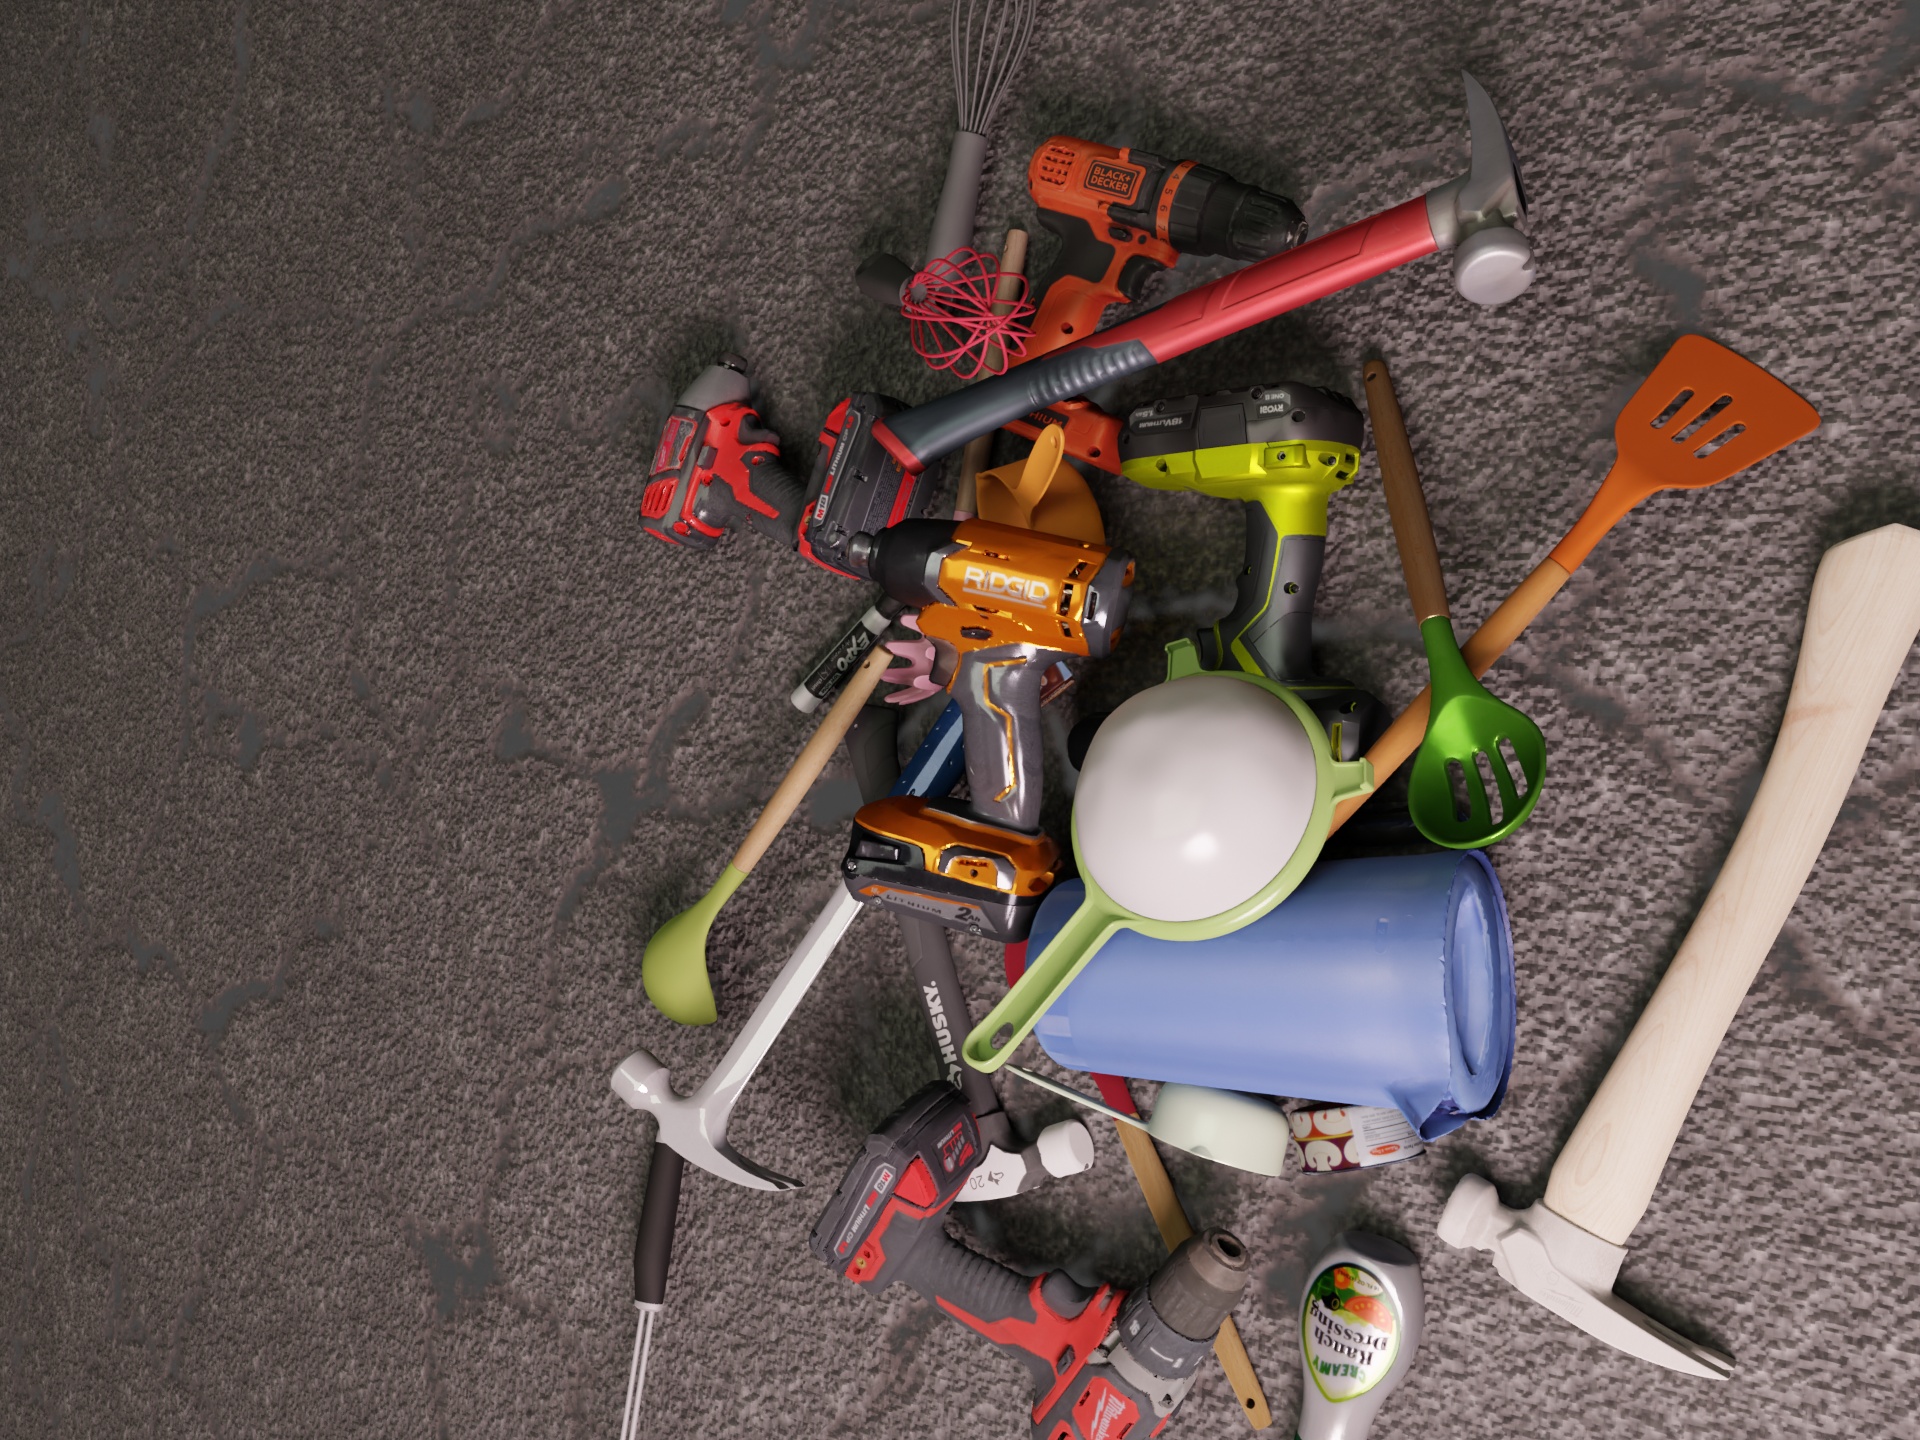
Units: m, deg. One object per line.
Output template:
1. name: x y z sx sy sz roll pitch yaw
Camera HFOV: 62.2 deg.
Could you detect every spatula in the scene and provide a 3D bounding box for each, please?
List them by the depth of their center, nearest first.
1. spatula: 0.286 -0.057 0.801 0.322 0.041 0.081 -50 63 11

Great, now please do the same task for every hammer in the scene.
1. hammer: 0.377 0.107 0.760 0.146 0.038 0.410 27 101 31
2. hammer: 0.117 -0.230 0.889 0.386 0.038 0.143 -16 53 30
3. hammer: -0.062 0.109 1.003 0.144 0.035 0.405 35 93 25
4. hammer: -0.027 0.143 1.030 0.146 0.035 0.335 -26 73 29

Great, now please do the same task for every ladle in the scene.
1. ladle: 0.109 0.257 0.935 0.069 0.031 0.316 -31 72 21
2. ladle: -0.126 0.081 1.079 0.320 0.062 0.078 -55 45 19

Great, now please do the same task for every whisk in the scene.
1. whisk: -0.020 -0.259 0.971 0.073 0.073 0.296 -65 24 13
2. whisk: 0.005 -0.382 1.043 0.055 0.055 0.239 17 99 34

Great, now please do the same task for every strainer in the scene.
1. strainer: 0.075 0.072 0.810 0.256 0.069 0.152 -50 47 1

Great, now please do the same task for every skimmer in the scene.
1. skimmer: -0.211 0.478 1.132 0.127 0.090 0.363 -2 75 36

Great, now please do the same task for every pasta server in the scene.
1. pasta server: 0.002 -0.163 1.032 0.060 0.040 0.316 13 92 61

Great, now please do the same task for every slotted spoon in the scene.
1. slotted spoon: 0.238 -0.070 0.807 0.070 0.031 0.314 -28 48 33

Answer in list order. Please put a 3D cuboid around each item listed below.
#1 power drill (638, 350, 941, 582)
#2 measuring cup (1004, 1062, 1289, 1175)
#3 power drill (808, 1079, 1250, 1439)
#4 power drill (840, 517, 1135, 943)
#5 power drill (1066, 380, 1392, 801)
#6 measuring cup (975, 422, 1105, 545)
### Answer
1. power drill: -0.123 -0.177 1.093 0.220 0.078 0.143 16 87 38
2. measuring cup: 0.105 0.210 0.900 0.168 0.083 0.038 17 84 22
3. power drill: 0.042 0.310 0.915 0.227 0.080 0.187 37 118 16
4. power drill: -0.001 -0.003 0.910 0.164 0.084 0.226 14 103 13
5. power drill: 0.146 -0.065 0.905 0.191 0.080 0.228 0 89 37
6. measuring cup: 0.058 -0.132 0.928 0.095 0.052 0.173 65 163 15
